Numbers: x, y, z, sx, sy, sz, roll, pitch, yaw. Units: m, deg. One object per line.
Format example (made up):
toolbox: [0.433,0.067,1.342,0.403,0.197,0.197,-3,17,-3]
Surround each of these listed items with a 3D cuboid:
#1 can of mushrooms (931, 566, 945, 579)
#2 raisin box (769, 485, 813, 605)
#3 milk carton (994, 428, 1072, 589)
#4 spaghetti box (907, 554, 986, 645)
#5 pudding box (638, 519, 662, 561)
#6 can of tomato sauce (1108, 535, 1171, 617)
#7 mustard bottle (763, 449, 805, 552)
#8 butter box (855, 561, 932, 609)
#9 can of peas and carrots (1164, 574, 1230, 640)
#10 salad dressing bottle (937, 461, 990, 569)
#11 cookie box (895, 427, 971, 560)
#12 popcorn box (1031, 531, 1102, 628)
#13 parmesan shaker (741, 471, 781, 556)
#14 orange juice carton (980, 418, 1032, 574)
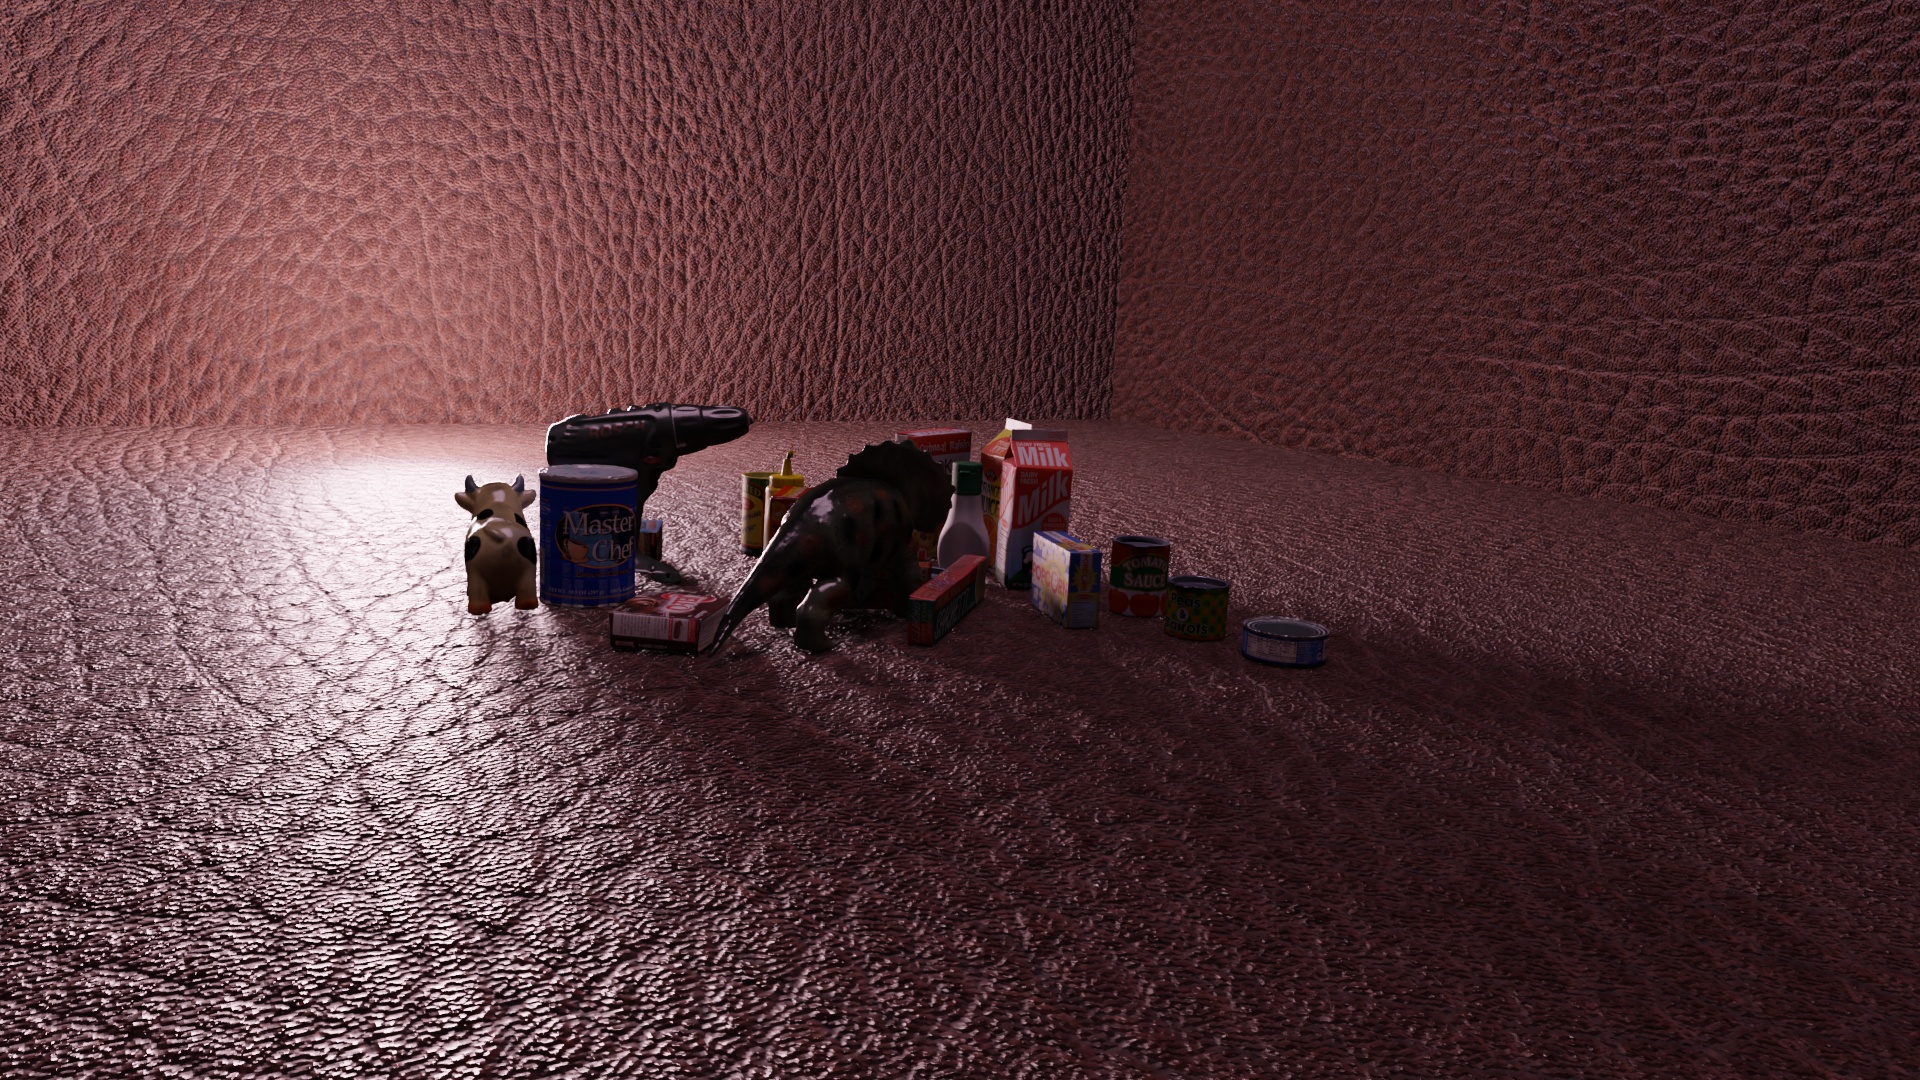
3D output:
can of mushrooms: [-0.043,0.051,1.583,0.071,0.033,0.071,3,10,0]
raisin box: [-0.186,0.006,1.535,0.040,0.123,0.086,3,10,3]
milk carton: [0.089,-0.040,1.683,0.072,0.190,0.073,1,10,-12]
spaghetti box: [-0.012,0.061,1.488,0.029,0.050,0.251,5,10,12]
pudding box: [-0.382,0.005,1.697,0.030,0.049,0.084,2,10,-7]
can of tomato sauce: [0.202,0.041,1.569,0.071,0.083,0.071,3,10,0]
mustard bottle: [-0.203,-0.026,1.609,0.049,0.160,0.065,2,10,-8]
butter box: [-0.084,0.048,1.527,0.103,0.053,0.024,3,9,0]
can of peas and carrots: [0.250,0.072,1.476,0.071,0.058,0.071,3,10,0]
salad dressing bottle: [0.006,-0.021,1.675,0.064,0.147,0.044,5,10,10]
cookie box: [-0.039,-0.063,1.841,0.040,0.167,0.123,9,12,34]
popcorn box: [0.115,0.042,1.532,0.038,0.085,0.127,0,10,-16]
parmesan shaker: [-0.249,-0.034,1.801,0.071,0.103,0.071,3,10,0]
orange juice carton: [0.070,-0.056,1.763,0.073,0.192,0.072,-1,10,-24]
